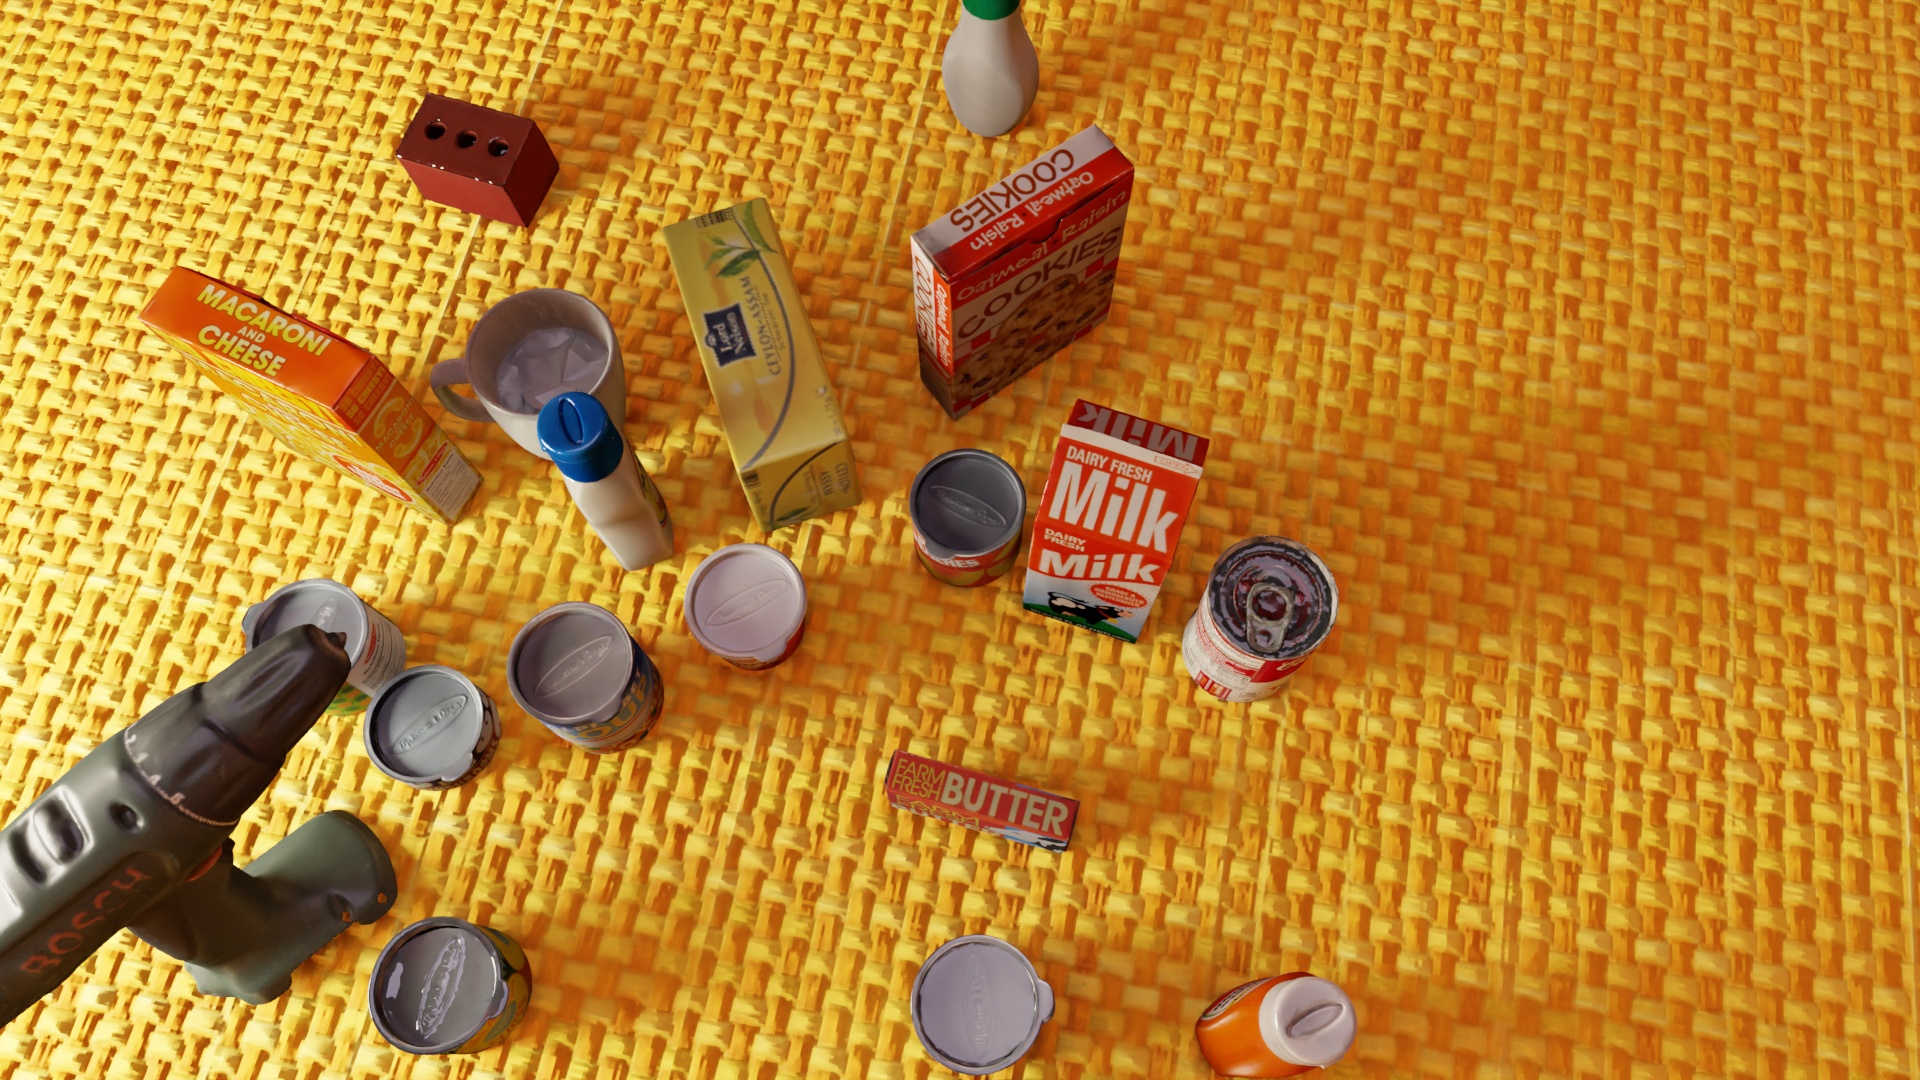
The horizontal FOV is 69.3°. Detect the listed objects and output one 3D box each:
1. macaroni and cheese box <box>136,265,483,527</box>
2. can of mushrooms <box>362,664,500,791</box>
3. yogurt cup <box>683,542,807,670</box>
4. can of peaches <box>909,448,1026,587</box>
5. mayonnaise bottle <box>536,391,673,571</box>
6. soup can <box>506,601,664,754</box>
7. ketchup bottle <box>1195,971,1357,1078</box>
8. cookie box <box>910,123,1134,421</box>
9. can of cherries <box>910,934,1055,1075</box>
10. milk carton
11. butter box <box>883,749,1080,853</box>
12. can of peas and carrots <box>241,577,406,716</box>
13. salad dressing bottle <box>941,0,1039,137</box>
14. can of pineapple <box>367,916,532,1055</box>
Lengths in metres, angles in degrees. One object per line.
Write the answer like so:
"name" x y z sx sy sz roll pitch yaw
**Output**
"macaroni and cheese box" -0.354 -0.076 0.775 0.124 0.166 0.040 24 72 9
"can of mushrooms" -0.293 0.107 0.776 0.071 0.033 0.071 0 69 0
"yogurt cup" -0.119 0.041 0.789 0.072 0.053 0.072 0 69 0
"can of peaches" 0.003 -0.010 0.806 0.071 0.058 0.071 0 70 0
"mayonnaise bottle" -0.195 -0.034 0.768 0.041 0.147 0.065 -20 71 -7
"soup can" -0.201 0.079 0.759 0.071 0.083 0.071 0 70 0
"ketchup bottle" 0.154 0.232 0.666 0.065 0.148 0.043 -24 71 -8
"cookie box" 0.034 -0.148 0.800 0.123 0.167 0.040 -34 73 -12
"can of cherries" 0.011 0.239 0.712 0.071 0.058 0.072 0 70 0
"milk carton" 0.080 -0.013 0.736 0.072 0.190 0.073 17 71 7
"butter box" 0.011 0.142 0.751 0.103 0.053 0.024 15 71 6
"can of peas and carrots" -0.357 0.061 0.780 0.071 0.058 0.071 0 70 0
"salad dressing bottle" 0.019 -0.316 0.874 0.064 0.147 0.044 24 72 9
"can of pineapple" -0.260 0.231 0.716 0.071 0.057 0.071 0 70 0
